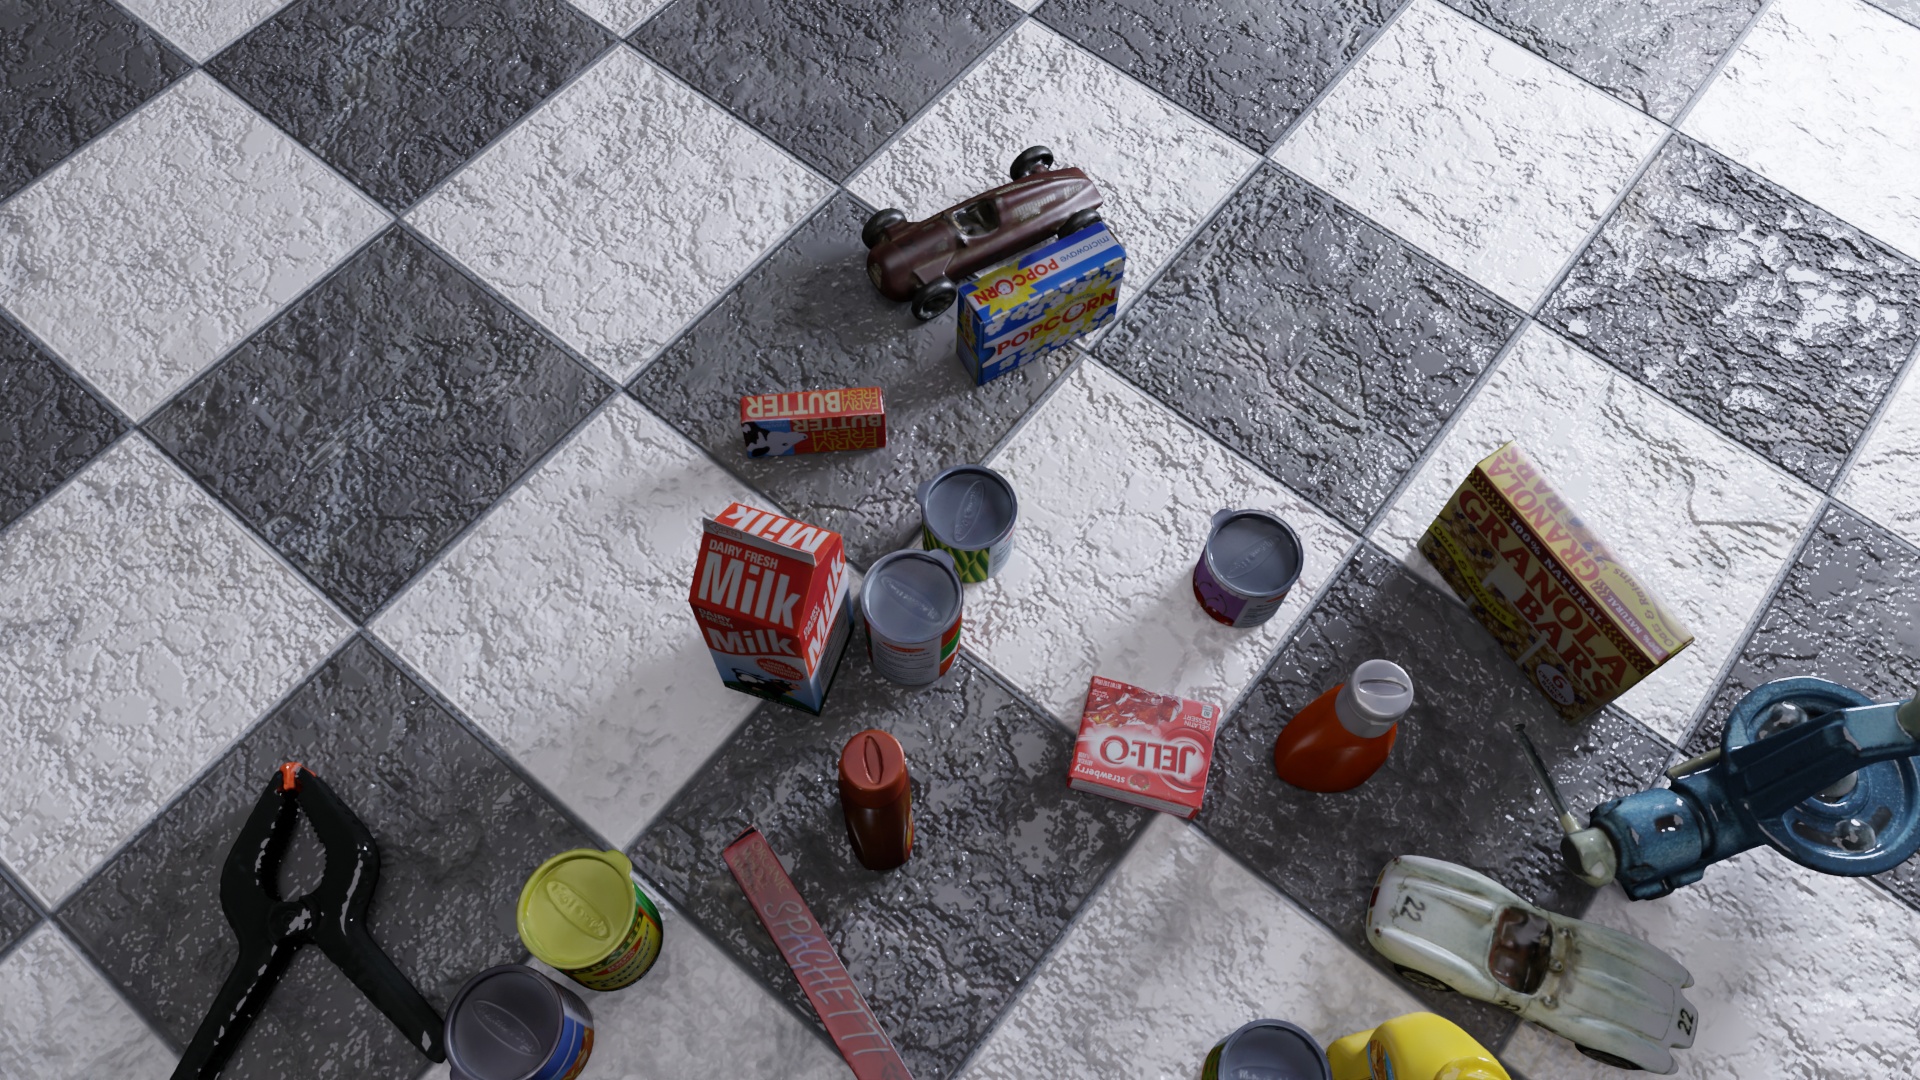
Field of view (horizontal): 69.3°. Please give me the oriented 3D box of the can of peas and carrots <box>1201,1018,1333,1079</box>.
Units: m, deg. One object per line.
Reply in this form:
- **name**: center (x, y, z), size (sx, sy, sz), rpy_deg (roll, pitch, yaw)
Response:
- **can of peas and carrots**: center (0.178, 0.321, 0.813), size (0.071, 0.058, 0.071), rpy_deg (1, 64, -1)

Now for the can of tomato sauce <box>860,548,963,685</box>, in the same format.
- **can of tomato sauce**: center (-0.031, 0.051, 0.926), size (0.071, 0.082, 0.071), rpy_deg (1, 64, -1)

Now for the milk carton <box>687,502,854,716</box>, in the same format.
- **milk carton**: center (-0.116, 0.039, 0.870), size (0.072, 0.189, 0.074), rpy_deg (17, 65, 7)

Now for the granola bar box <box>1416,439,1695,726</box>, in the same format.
- **granola bar box**: center (0.387, 0.031, 0.923), size (0.039, 0.123, 0.166), rpy_deg (-29, 68, -14)

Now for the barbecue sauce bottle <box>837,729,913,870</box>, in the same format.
- **barbecue sauce bottle**: center (-0.051, 0.154, 0.839), size (0.044, 0.148, 0.065), rpy_deg (-9, 65, -5)

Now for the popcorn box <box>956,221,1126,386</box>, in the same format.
- **popcorn box**: center (0.059, -0.176, 1.037), size (0.127, 0.085, 0.038), rpy_deg (-27, 68, -14)

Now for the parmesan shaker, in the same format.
- **parmesan shaker**: center (-0.215, 0.226, 0.825), size (0.071, 0.102, 0.071), rpy_deg (1, 64, -1)

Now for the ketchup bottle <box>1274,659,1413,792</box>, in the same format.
- **ketchup bottle**: center (0.241, 0.117, 0.864), size (0.065, 0.148, 0.044), rpy_deg (4, 65, 1)

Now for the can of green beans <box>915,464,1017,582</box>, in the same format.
- **can of green beans**: center (0.005, -0.011, 0.971), size (0.071, 0.057, 0.071), rpy_deg (1, 64, -1)

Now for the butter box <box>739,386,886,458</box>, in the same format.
- **butter box**: center (-0.106, -0.085, 1.007), size (0.103, 0.053, 0.024), rpy_deg (-5, 65, -4)

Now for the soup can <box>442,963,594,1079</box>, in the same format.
- **soup can**: center (-0.255, 0.288, 0.805), size (0.071, 0.083, 0.071), rpy_deg (1, 64, -1)

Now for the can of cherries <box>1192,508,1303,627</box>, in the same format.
- **can of cherries**: center (0.196, 0.018, 0.961), size (0.071, 0.058, 0.072), rpy_deg (1, 64, -1)

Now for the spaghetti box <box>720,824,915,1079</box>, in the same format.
- **spaghetti box**: center (-0.068, 0.284, 0.830), size (0.029, 0.050, 0.250), rpy_deg (-31, 69, -15)
